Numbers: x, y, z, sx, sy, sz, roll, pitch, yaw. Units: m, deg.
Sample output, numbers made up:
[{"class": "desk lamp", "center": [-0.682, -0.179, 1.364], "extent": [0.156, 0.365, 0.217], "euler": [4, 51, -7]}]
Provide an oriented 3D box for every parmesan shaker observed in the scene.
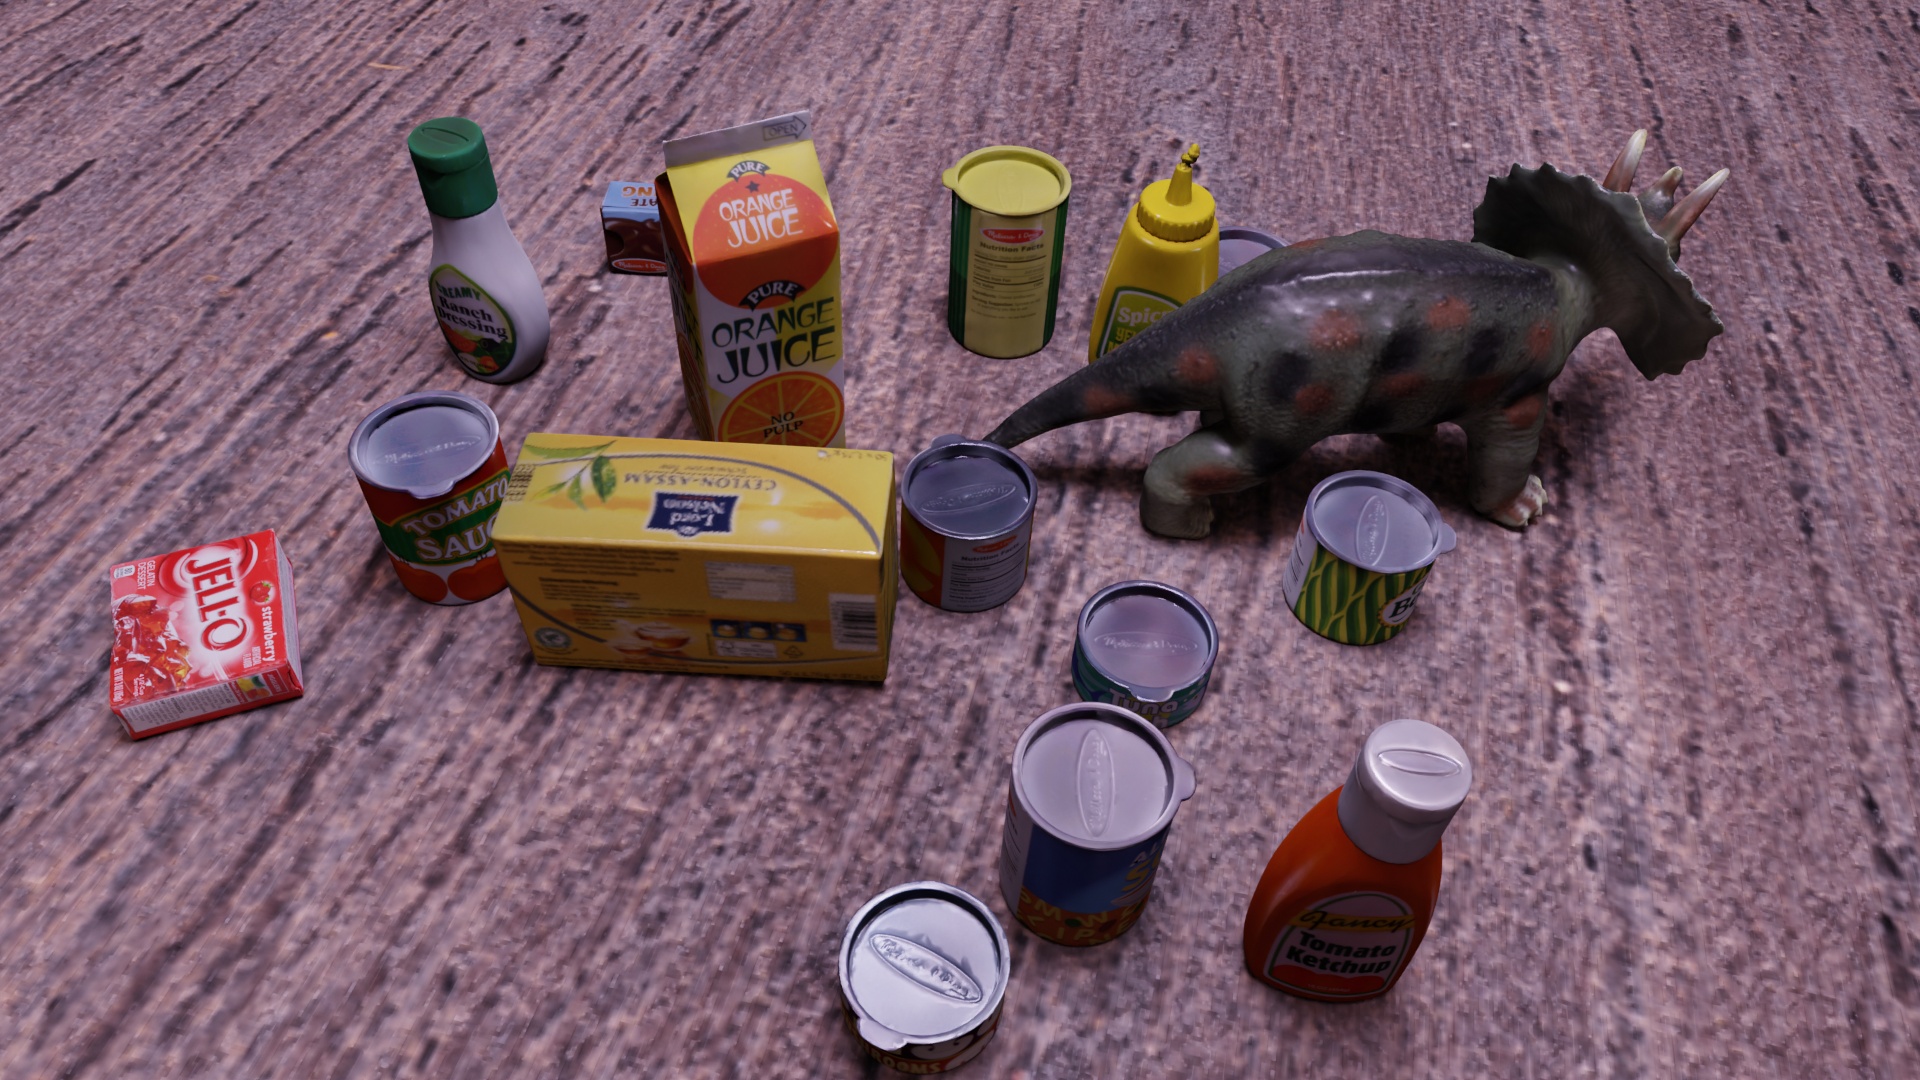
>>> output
[{"class": "parmesan shaker", "center": [0.023, -0.165, 0.799], "extent": [0.071, 0.102, 0.072], "euler": [2, 48, -2]}]

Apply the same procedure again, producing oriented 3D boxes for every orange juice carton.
[{"class": "orange juice carton", "center": [-0.104, -0.123, 0.694], "extent": [0.072, 0.191, 0.073], "euler": [-16, 51, -17]}]

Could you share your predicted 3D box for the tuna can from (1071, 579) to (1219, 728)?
[{"class": "tuna can", "center": [0.086, 0.056, 0.652], "extent": [0.071, 0.032, 0.071], "euler": [2, 48, -2]}]

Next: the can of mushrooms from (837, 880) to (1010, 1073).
[{"class": "can of mushrooms", "center": [-0.016, 0.172, 0.541], "extent": [0.071, 0.033, 0.071], "euler": [2, 48, -2]}]

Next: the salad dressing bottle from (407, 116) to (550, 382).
[{"class": "salad dressing bottle", "center": [-0.259, -0.153, 0.742], "extent": [0.064, 0.146, 0.044], "euler": [19, 50, 14]}]

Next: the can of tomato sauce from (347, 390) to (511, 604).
[{"class": "can of tomato sauce", "center": [-0.246, -0.018, 0.665], "extent": [0.071, 0.082, 0.071], "euler": [2, 48, -2]}]

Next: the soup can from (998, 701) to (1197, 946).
[{"class": "soup can", "center": [0.053, 0.116, 0.562], "extent": [0.071, 0.083, 0.072], "euler": [2, 48, -2]}]

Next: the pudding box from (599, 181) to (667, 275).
[{"class": "pudding box", "center": [-0.173, -0.188, 0.844], "extent": [0.084, 0.049, 0.030], "euler": [3, 48, -1]}]

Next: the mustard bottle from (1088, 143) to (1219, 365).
[{"class": "mustard bottle", "center": [0.107, -0.141, 0.745], "extent": [0.065, 0.159, 0.049], "euler": [17, 50, 12]}]

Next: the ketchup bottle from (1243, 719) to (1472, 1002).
[{"class": "ketchup bottle", "center": [0.150, 0.122, 0.519], "extent": [0.065, 0.148, 0.044], "euler": [7, 48, 3]}]

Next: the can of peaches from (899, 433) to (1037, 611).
[{"class": "can of peaches", "center": [0.002, -0.009, 0.688], "extent": [0.071, 0.057, 0.071], "euler": [2, 48, -2]}]

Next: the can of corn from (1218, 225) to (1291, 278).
[{"class": "can of corn", "center": [0.161, -0.140, 0.814], "extent": [0.071, 0.058, 0.071], "euler": [2, 48, -2]}]

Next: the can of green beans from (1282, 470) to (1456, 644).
[{"class": "can of green beans", "center": [0.197, 0.009, 0.683], "extent": [0.071, 0.057, 0.071], "euler": [2, 48, -2]}]
